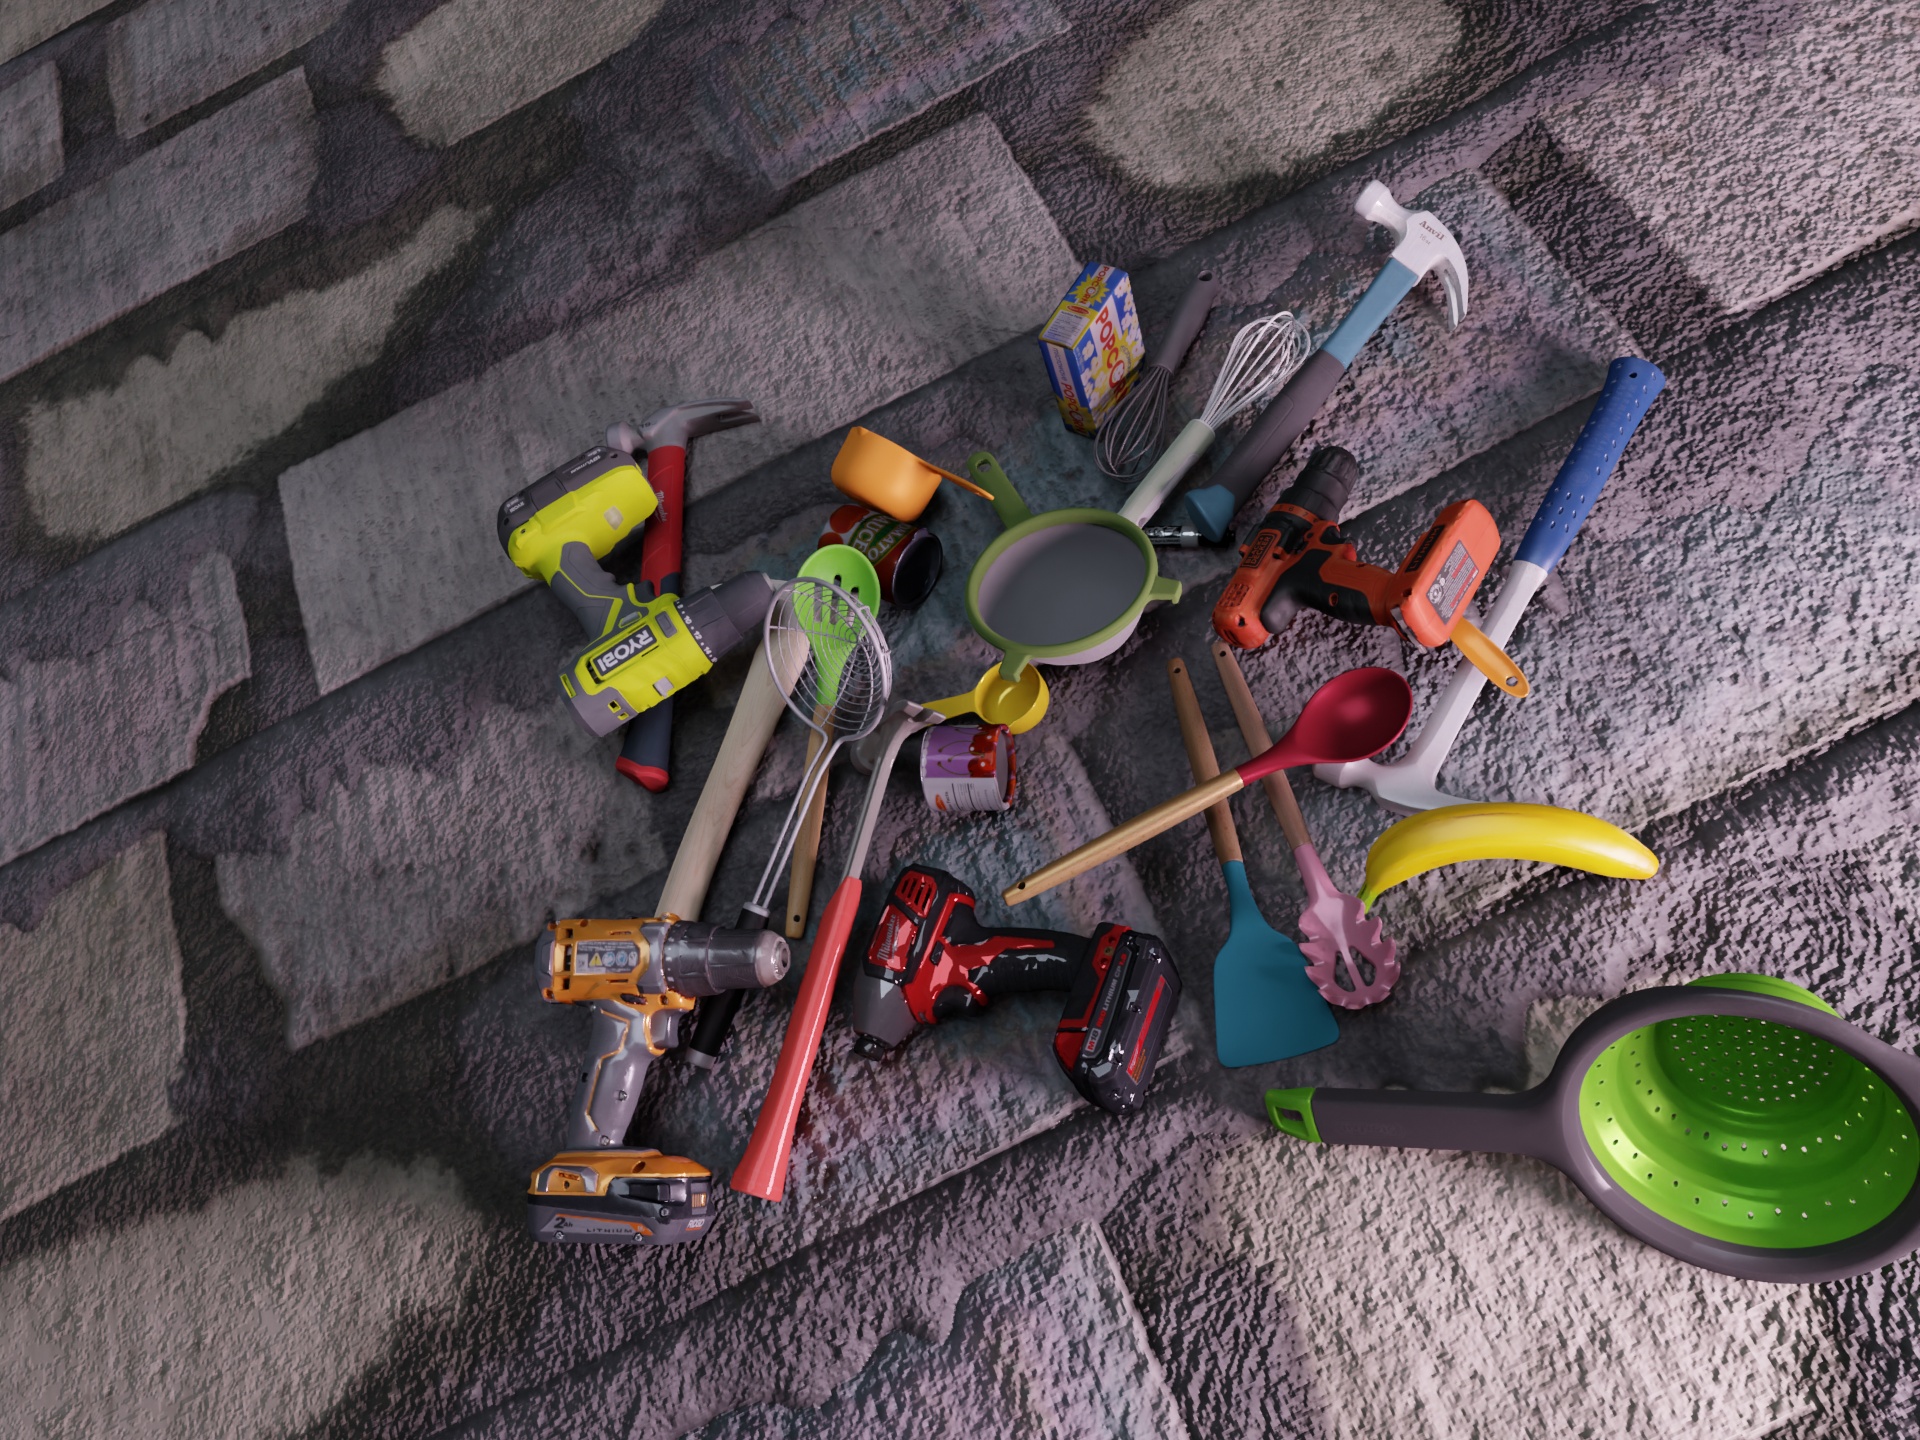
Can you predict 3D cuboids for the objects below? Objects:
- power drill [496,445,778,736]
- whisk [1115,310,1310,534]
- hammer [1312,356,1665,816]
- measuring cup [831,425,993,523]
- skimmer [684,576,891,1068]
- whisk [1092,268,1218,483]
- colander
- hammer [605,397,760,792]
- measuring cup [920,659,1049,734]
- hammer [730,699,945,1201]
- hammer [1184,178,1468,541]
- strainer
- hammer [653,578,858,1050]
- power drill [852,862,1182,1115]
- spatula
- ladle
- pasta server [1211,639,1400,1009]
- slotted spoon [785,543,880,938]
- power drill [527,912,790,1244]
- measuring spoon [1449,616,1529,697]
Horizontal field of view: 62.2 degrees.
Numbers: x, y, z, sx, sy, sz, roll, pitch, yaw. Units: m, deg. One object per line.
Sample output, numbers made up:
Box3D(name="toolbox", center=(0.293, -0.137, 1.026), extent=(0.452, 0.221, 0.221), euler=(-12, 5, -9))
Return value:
Box3D(name="power drill", center=(-0.273, -0.119, 1.326), extent=(0.190, 0.080, 0.229), euler=(-33, 61, -3))
Box3D(name="whisk", center=(0.201, -0.240, 1.286), extent=(0.059, 0.057, 0.246), euler=(33, 75, 21))
Box3D(name="hammer", center=(0.414, -0.099, 1.153), extent=(0.144, 0.035, 0.405), euler=(25, 73, 28))
Box3D(name="measuring cup", center=(-0.040, -0.188, 1.309), extent=(0.174, 0.095, 0.052), euler=(30, 90, 45))
Box3D(name="skimmer", center=(-0.146, 0.076, 1.173), extent=(0.127, 0.090, 0.363), euler=(15, 81, 38))
Box3D(name="whisk", center=(0.172, -0.292, 1.335), extent=(0.055, 0.055, 0.239), euler=(14, 63, 25))
Box3D(name="colander", center=(0.382, 0.220, 0.955), extent=(0.397, 0.204, 0.094), euler=(-6, 25, 33))
Box3D(name="hammer", center=(-0.247, -0.118, 1.384), extent=(0.143, 0.038, 0.387), euler=(-10, 60, 11))
Box3D(name="measuring cup", center=(-0.002, -0.004, 1.253), extent=(0.156, 0.029, 0.062), euler=(-16, 57, 24))
Box3D(name="hammer", center=(-0.091, 0.161, 1.141), extent=(0.036, 0.149, 0.359), euler=(20, 72, -14))
Box3D(name="hammer", center=(0.285, -0.277, 1.265), extent=(0.128, 0.033, 0.331), euler=(38, 79, 5))
Box3D(name="strainer", center=(0.065, -0.124, 1.272), extent=(0.151, 0.069, 0.257), euler=(-27, 47, -2))
Box3D(name="hammer", center=(-0.201, 0.069, 1.268), extent=(0.146, 0.038, 0.411), euler=(8, 66, 24))
Box3D(name="power drill", center=(0.029, 0.190, 1.103), extent=(0.220, 0.078, 0.143), euler=(12, 66, 27))
Box3D(name="spatula", center=(0.188, 0.087, 1.137), extent=(0.082, 0.044, 0.318), euler=(-16, 54, 9))
Box3D(name="ladle", center=(0.170, 0.052, 1.099), extent=(0.315, 0.031, 0.069), euler=(-27, 52, -3))
Box3D(name="pasta server", center=(0.231, 0.064, 1.121), extent=(0.060, 0.040, 0.317), euler=(-21, 56, 7))
Box3D(name="slotted spoon", center=(-0.111, 0.014, 1.244), extent=(0.070, 0.031, 0.314), euler=(8, 75, -8))
Box3D(name="power drill", center=(-0.212, 0.249, 1.121), extent=(0.185, 0.084, 0.226), euler=(-4, 75, 14))
Box3D(name="measuring spoon", center=(0.359, -0.056, 1.123), extent=(0.021, 0.011, 0.117), euler=(-39, 60, 3))
